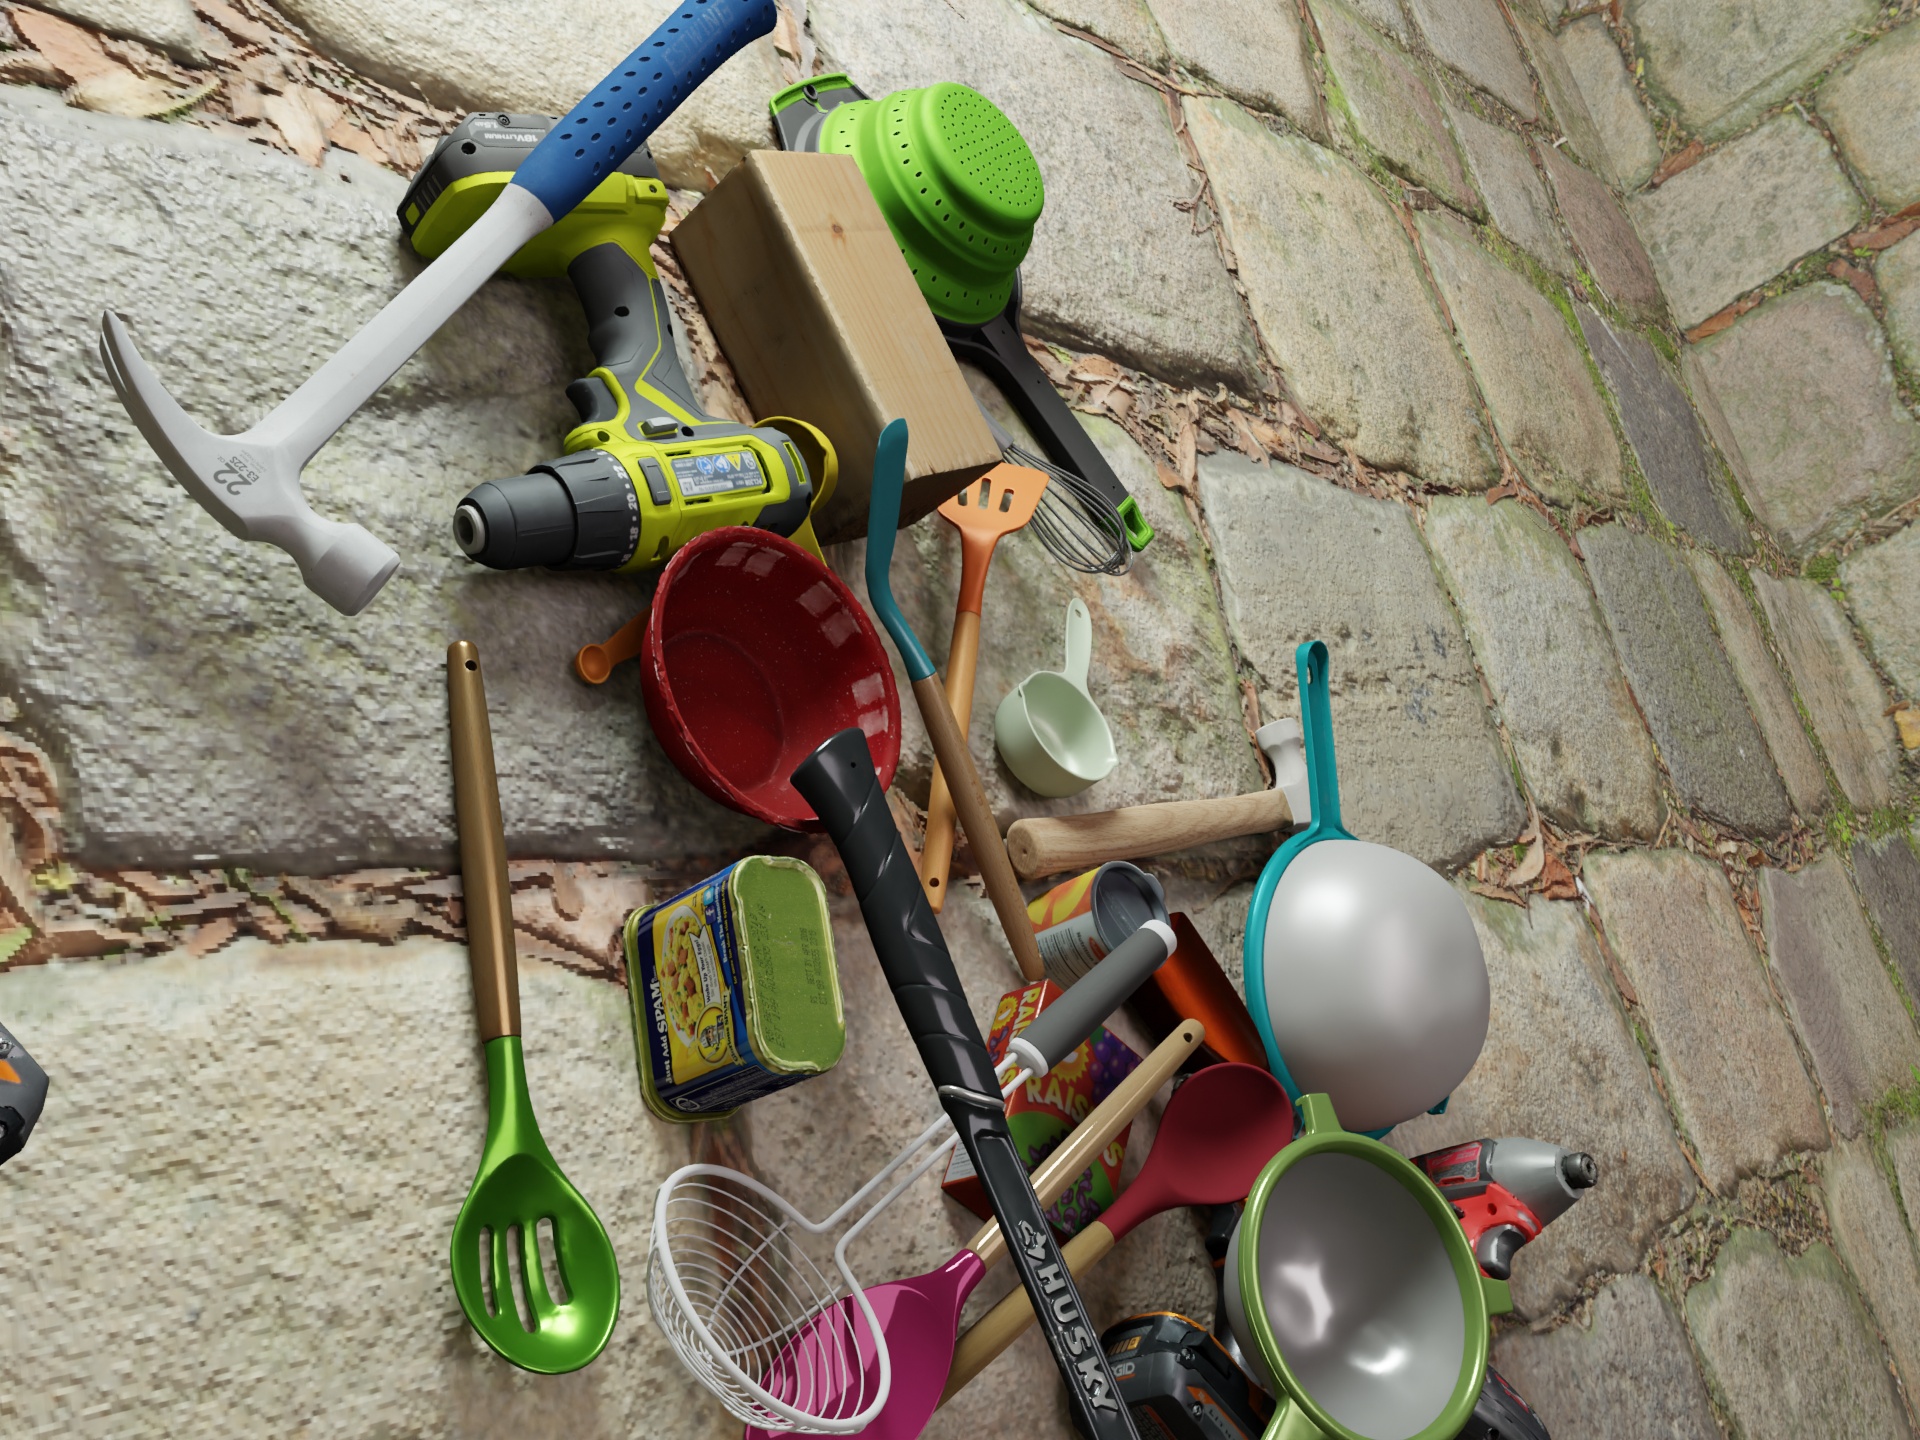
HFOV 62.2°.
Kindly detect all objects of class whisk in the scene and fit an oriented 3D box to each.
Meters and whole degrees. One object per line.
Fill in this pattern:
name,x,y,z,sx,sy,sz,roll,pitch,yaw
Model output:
whisk,0.028,-0.182,1.052,0.239,0.055,0.055,44,42,-12

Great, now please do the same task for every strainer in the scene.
strainer,0.153,0.314,0.749,0.151,0.069,0.256,46,51,-1
strainer,0.280,0.107,1.054,0.210,0.095,0.340,5,77,-43

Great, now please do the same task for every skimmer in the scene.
skimmer,0.006,0.181,0.738,0.127,0.090,0.363,47,50,12

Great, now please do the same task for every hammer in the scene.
hammer,-0.209,-0.236,0.732,0.144,0.035,0.406,41,58,-16
hammer,0.017,0.182,0.690,0.149,0.036,0.409,-7,63,-37
hammer,0.149,0.070,1.039,0.331,0.031,0.130,-4,70,-47

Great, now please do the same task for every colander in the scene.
colander,0.038,-0.295,1.089,0.397,0.094,0.204,53,40,-9

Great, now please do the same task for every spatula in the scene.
spatula,-0.001,-0.003,0.856,0.082,0.044,0.317,-66,137,-72
spatula,0.002,-0.035,0.940,0.081,0.041,0.323,8,63,-2

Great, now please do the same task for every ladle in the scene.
ladle,0.054,0.265,0.772,0.315,0.031,0.069,-29,85,-35

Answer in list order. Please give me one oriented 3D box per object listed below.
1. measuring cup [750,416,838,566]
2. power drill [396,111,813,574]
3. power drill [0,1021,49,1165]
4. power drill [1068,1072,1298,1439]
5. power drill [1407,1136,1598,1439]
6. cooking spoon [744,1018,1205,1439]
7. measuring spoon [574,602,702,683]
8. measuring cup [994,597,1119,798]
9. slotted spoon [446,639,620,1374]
measuring cup,-0.081,-0.093,0.889,0.029,0.062,0.156,-27,101,-70
power drill,-0.191,-0.180,0.796,0.190,0.080,0.228,-17,83,-45
power drill,-0.362,0.156,0.414,0.185,0.084,0.226,54,44,-9
power drill,0.142,0.306,0.857,0.164,0.084,0.226,52,37,-6
power drill,0.307,0.347,0.956,0.078,0.143,0.220,46,44,-14
cooking spoon,0.023,0.241,0.758,0.069,0.017,0.319,43,53,14
measuring spoon,-0.158,-0.047,0.804,0.117,0.011,0.021,-45,117,-53
measuring cup,0.060,-0.018,0.998,0.083,0.038,0.168,37,36,-21
slotted spoon,-0.191,0.108,0.662,0.070,0.031,0.314,9,60,-44
